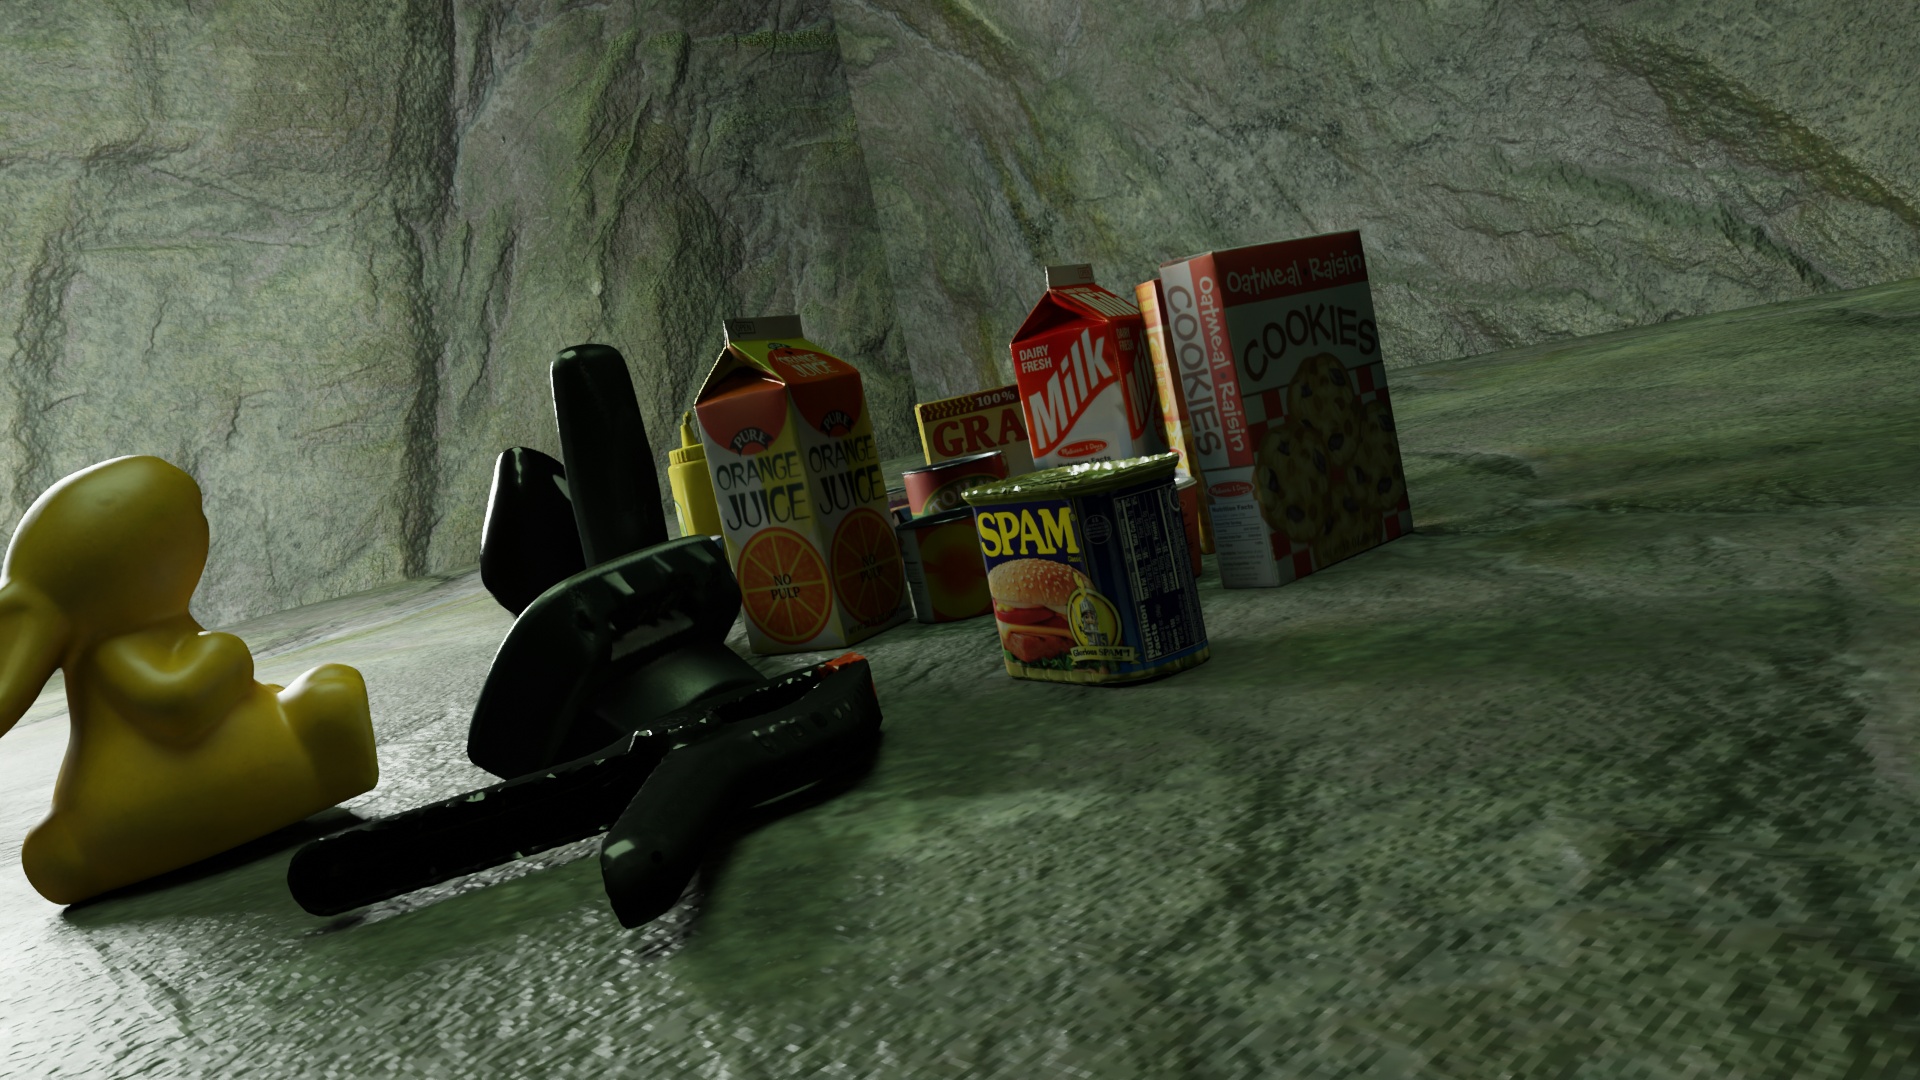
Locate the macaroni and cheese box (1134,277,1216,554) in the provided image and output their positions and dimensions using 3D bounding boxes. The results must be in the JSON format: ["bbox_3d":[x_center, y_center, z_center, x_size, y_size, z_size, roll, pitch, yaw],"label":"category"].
[{"bbox_3d":[0.183,-0.087,0.845,0.124,0.166,0.040,-13,5,-9],"label":"macaroni and cheese box"}]

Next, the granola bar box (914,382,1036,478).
[{"bbox_3d":[0.060,-0.055,1.007,0.166,0.124,0.039,-13,5,-7],"label":"granola bar box"}]

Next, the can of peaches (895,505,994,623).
[{"bbox_3d":[0.003,0.012,0.809,0.071,0.058,0.071,-12,6,1],"label":"can of peaches"}]

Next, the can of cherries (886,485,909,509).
[{"bbox_3d":[-0.052,-0.015,1.175,0.071,0.058,0.071,-12,6,1],"label":"can of cherries"}]

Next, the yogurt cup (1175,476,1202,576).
[{"bbox_3d":[0.101,-0.003,0.767,0.072,0.054,0.072,-12,6,1],"label":"yogurt cup"}]

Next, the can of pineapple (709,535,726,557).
[{"bbox_3d":[-0.208,0.031,1.060,0.071,0.057,0.071,-12,6,1],"label":"can of pineapple"}]

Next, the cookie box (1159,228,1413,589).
[{"bbox_3d":[0.171,-0.071,0.719,0.123,0.167,0.040,-17,7,-39],"label":"cookie box"}]

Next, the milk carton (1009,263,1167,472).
[{"bbox_3d":[0.088,-0.084,0.894,0.073,0.190,0.072,-9,6,30],"label":"milk carton"}]

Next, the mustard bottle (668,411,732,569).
[{"bbox_3d":[-0.226,-0.034,1.219,0.049,0.160,0.065,-14,5,-15],"label":"mustard bottle"}]

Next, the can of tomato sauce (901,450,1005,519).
[{"bbox_3d":[0.003,-0.011,0.908,0.071,0.083,0.071,-12,5,1],"label":"can of tomato sauce"}]

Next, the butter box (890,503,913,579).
[{"bbox_3d":[-0.025,-0.005,1.050,0.024,0.053,0.104,-9,7,35],"label":"butter box"}]

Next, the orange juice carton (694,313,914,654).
[{"bbox_3d":[-0.094,-0.036,0.808,0.073,0.192,0.072,-9,6,33],"label":"orange juice carton"}]
